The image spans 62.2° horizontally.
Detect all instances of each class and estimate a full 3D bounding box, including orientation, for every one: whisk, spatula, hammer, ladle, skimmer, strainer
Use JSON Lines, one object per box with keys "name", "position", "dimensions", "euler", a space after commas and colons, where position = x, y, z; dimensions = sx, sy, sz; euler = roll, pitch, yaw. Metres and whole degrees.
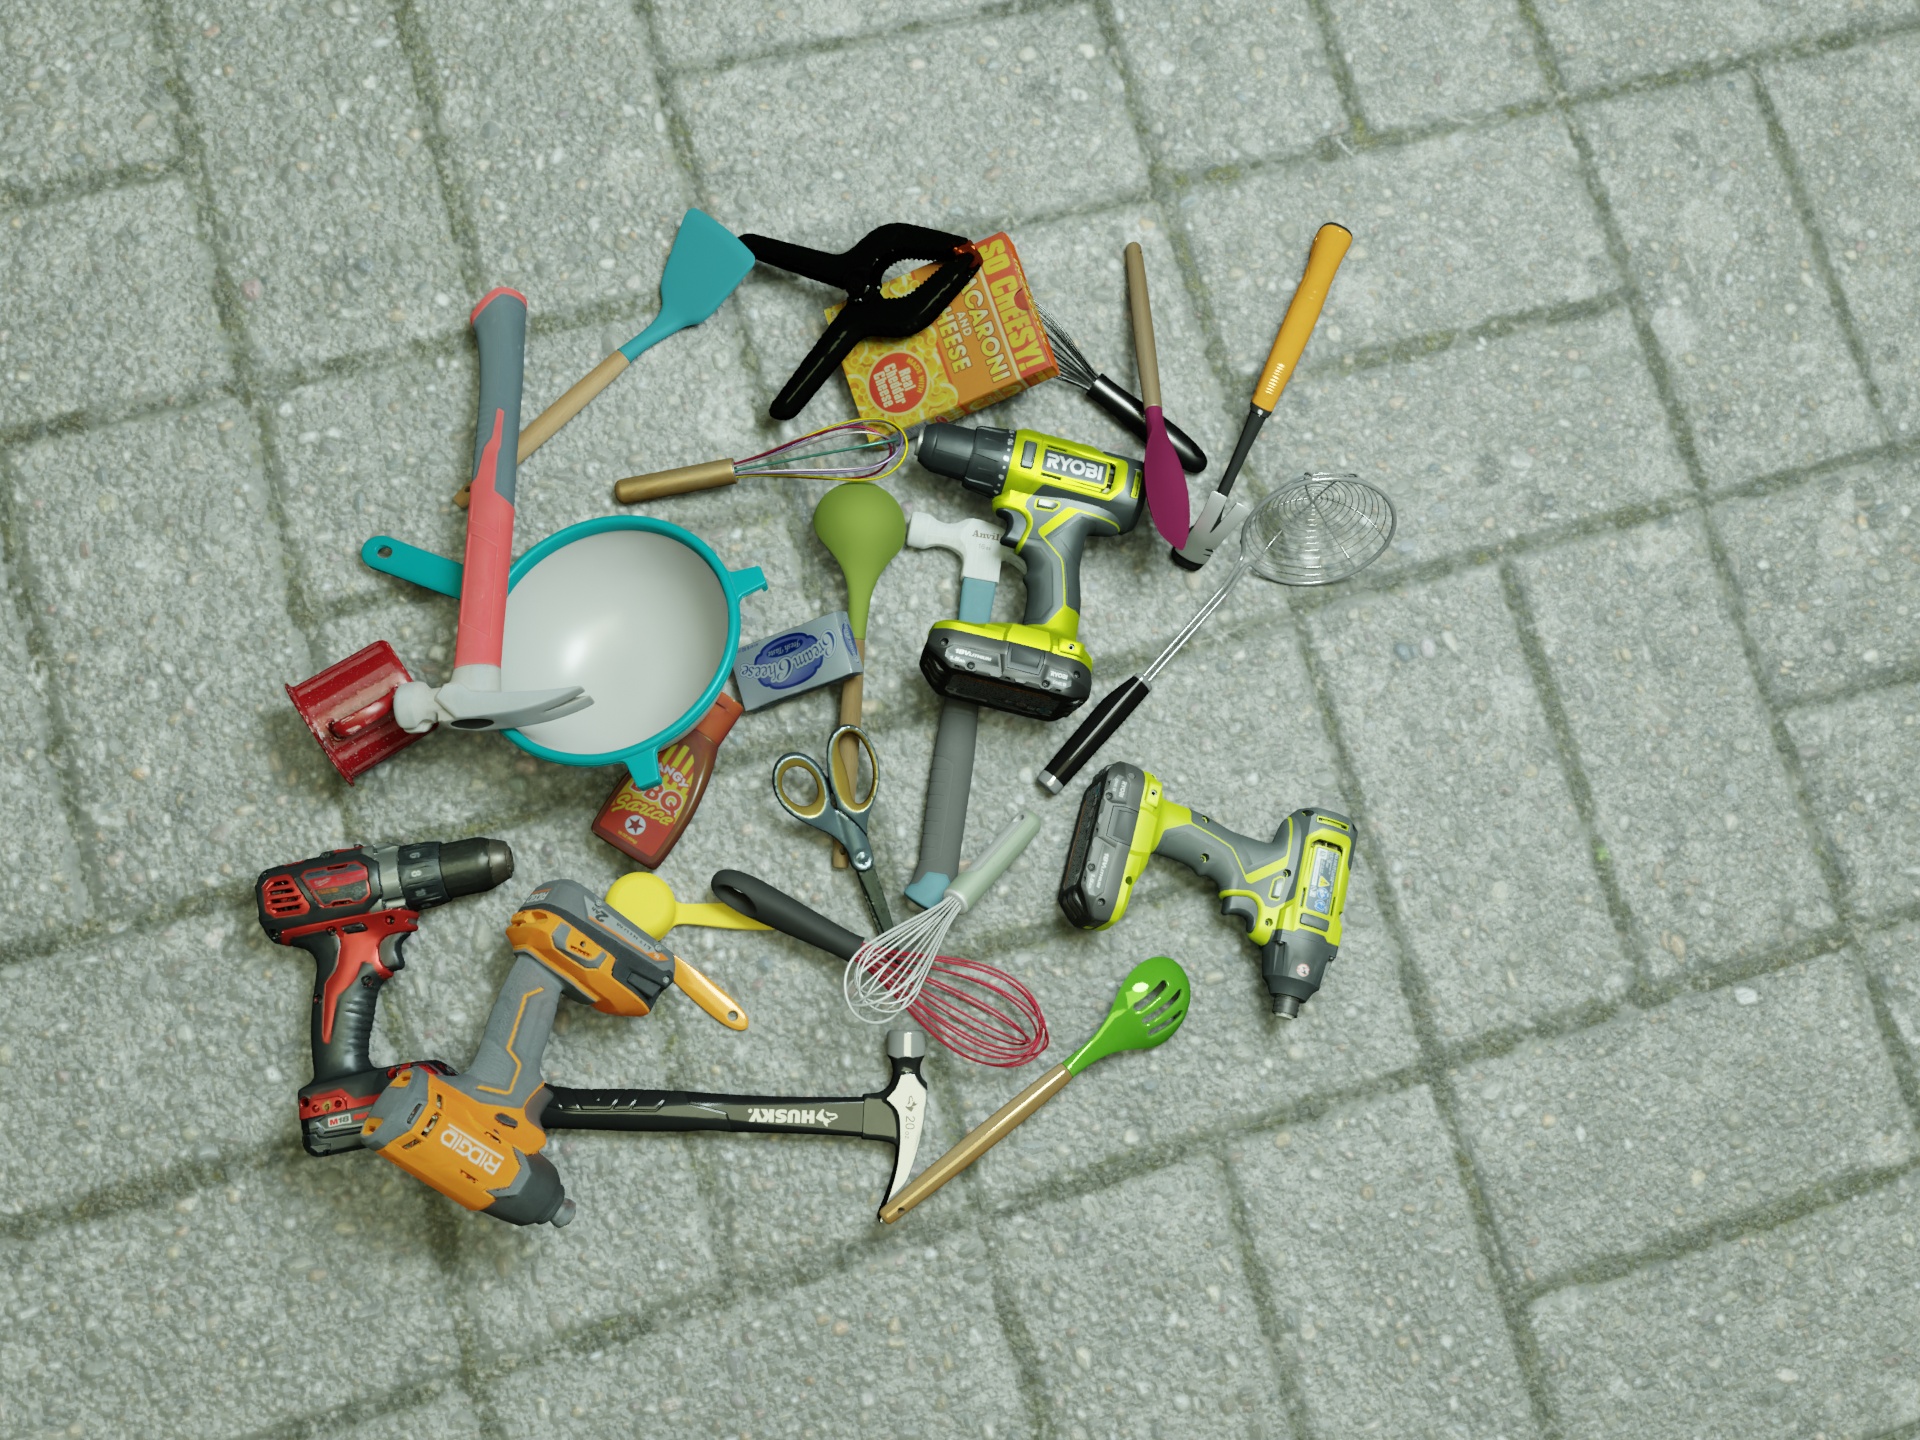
{"name": "whisk", "position": [0.116, -0.288, 1.366], "dimensions": [0.239, 0.055, 0.055], "euler": [36, 79, -4]}
{"name": "spatula", "position": [-0.302, -0.291, 1.316], "dimensions": [0.082, 0.044, 0.317], "euler": [42, 80, 16]}
{"name": "whisk", "position": [-0.163, -0.206, 1.304], "dimensions": [0.245, 0.051, 0.047], "euler": [-10, 112, 4]}
{"name": "hammer", "position": [-0.002, -0.004, 1.311], "dimensions": [0.128, 0.033, 0.331], "euler": [9, 80, -4]}
{"name": "hammer", "position": [0.267, -0.291, 1.357], "dimensions": [0.034, 0.127, 0.337], "euler": [26, 73, -1]}
{"name": "hammer", "position": [-0.194, 0.310, 1.236], "dimensions": [0.334, 0.035, 0.146], "euler": [3, 80, -6]}
{"name": "whisk", "position": [-0.009, 0.145, 1.237], "dimensions": [0.246, 0.058, 0.059], "euler": [-44, 108, -38]}
{"name": "ladle", "position": [-0.090, -0.039, 1.308], "dimensions": [0.078, 0.062, 0.320], "euler": [4, 87, -16]}
{"name": "whisk", "position": [-0.063, 0.190, 1.254], "dimensions": [0.296, 0.073, 0.073], "euler": [27, 79, -1]}
{"name": "hammer", "position": [-0.351, -0.175, 1.242], "dimensions": [0.143, 0.038, 0.387], "euler": [-5, 66, 6]}
{"name": "skimmer", "position": [0.210, -0.064, 1.316], "dimensions": [0.363, 0.127, 0.090], "euler": [-47, 46, -7]}
{"name": "strainer", "position": [-0.322, -0.069, 1.265], "dimensions": [0.340, 0.095, 0.211], "euler": [20, 72, 18]}

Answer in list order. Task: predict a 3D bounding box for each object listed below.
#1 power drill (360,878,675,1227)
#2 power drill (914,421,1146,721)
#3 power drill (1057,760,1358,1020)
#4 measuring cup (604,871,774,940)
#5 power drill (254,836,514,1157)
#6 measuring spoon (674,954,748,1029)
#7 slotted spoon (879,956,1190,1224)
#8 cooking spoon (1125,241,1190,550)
{"name": "power drill", "position": [-0.306, 0.249, 1.165], "dimensions": [0.164, 0.084, 0.227], "euler": [42, 58, -23]}
{"name": "power drill", "position": [0.040, -0.129, 1.281], "dimensions": [0.190, 0.080, 0.229], "euler": [14, 72, -5]}
{"name": "power drill", "position": [0.201, 0.134, 1.286], "dimensions": [0.223, 0.080, 0.171], "euler": [18, 71, -6]}
{"name": "measuring cup", "position": [-0.204, 0.150, 1.259], "dimensions": [0.156, 0.029, 0.062], "euler": [3, 66, -9]}
{"name": "power drill", "position": [-0.423, 0.201, 1.208], "dimensions": [0.188, 0.080, 0.227], "euler": [-11, 79, -9]}
{"name": "measuring spoon", "position": [-0.214, 0.206, 1.261], "dimensions": [0.117, 0.011, 0.021], "euler": [40, 79, 1]}
{"name": "slotted spoon", "position": [0.065, 0.294, 1.254], "dimensions": [0.314, 0.031, 0.070], "euler": [-35, 109, -15]}
{"name": "cooking spoon", "position": [0.159, -0.279, 1.333], "dimensions": [0.068, 0.017, 0.319], "euler": [29, 49, -44]}
